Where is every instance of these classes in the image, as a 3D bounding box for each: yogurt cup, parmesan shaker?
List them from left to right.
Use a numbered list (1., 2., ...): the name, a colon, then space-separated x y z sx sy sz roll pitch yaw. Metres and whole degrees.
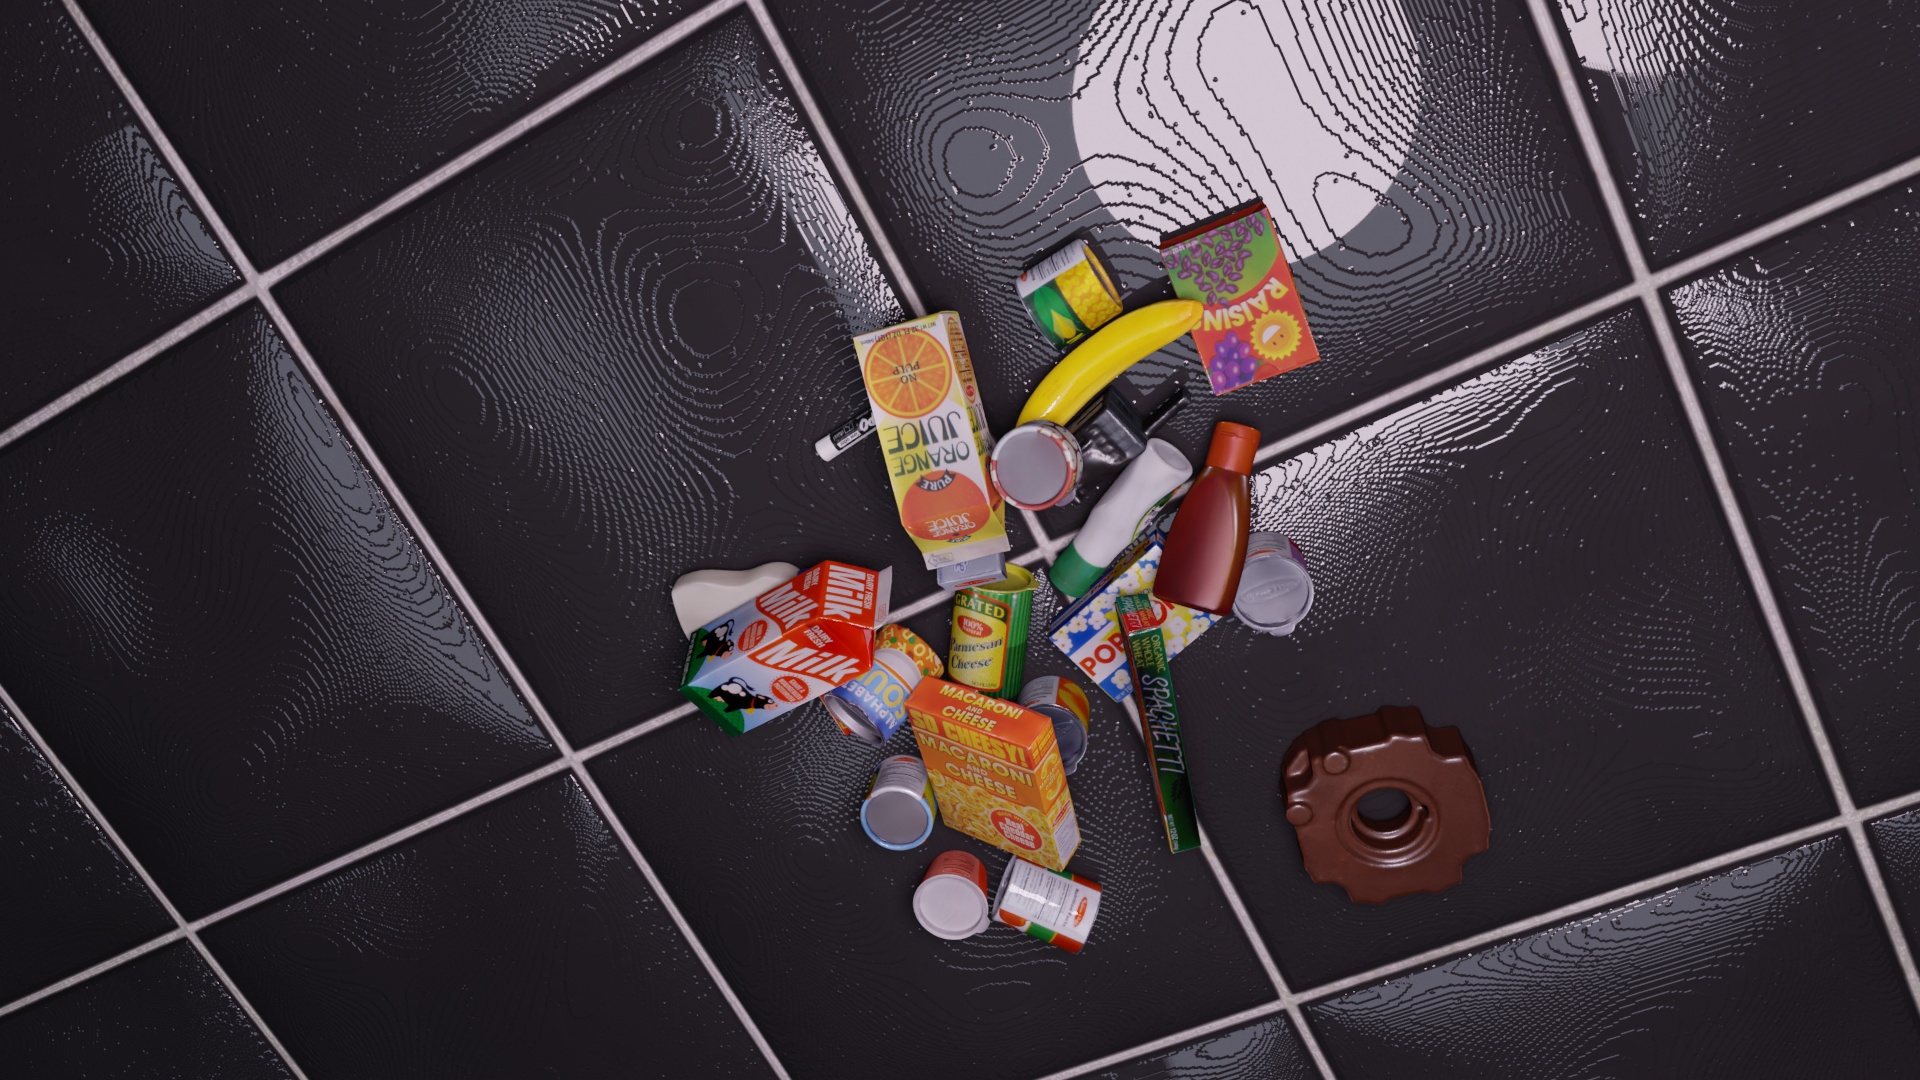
1. yogurt cup: -0.006 0.321 1.269 0.072 0.054 0.072 3 111 7
2. parmesan shaker: 0.027 0.077 1.166 0.071 0.071 0.102 7 111 5

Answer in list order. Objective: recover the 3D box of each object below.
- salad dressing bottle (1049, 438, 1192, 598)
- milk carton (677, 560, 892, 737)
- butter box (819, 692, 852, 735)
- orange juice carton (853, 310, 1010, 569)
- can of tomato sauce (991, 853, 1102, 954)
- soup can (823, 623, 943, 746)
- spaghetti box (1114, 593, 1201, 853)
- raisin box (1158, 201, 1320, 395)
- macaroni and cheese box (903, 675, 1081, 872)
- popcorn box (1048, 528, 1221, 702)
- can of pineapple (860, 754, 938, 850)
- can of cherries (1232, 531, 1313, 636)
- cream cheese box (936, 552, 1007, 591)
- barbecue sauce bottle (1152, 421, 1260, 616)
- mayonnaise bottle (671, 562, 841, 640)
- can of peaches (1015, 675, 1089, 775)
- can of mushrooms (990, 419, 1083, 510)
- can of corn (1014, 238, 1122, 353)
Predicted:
1. salad dressing bottle: 0.127 -0.016 1.125 0.044 0.064 0.147 40 119 5
2. milk carton: -0.135 0.083 1.149 0.190 0.073 0.073 -28 124 21
3. butter box: -0.105 0.117 1.223 0.053 0.024 0.103 -27 104 17
4. orange juice carton: -0.018 -0.076 1.081 0.072 0.073 0.192 -13 96 13
5. can of tomato sauce: 0.077 0.327 1.255 0.083 0.071 0.071 22 112 0
6. soup can: -0.064 0.121 1.174 0.071 0.071 0.084 44 67 -9
7. spaghetti box: 0.165 0.155 1.153 0.029 0.050 0.248 -14 122 2
8. raisin box: 0.213 -0.183 1.059 0.086 0.040 0.123 -20 107 14
9. macaroni and cheese box: 0.029 0.196 1.170 0.124 0.040 0.165 15 138 31
10. popcorn box: 0.147 0.064 1.160 0.085 0.038 0.126 44 110 -9
11. can of pineapple: -0.052 0.236 1.242 0.071 0.058 0.070 3 111 7
12. can of cherries: 0.249 0.035 1.125 0.071 0.058 0.071 2 110 6
13. cream cheese box: 0.004 -0.014 1.128 0.053 0.024 0.104 -12 69 13
14. barbecue sauce bottle: 0.200 -0.018 1.093 0.065 0.043 0.148 14 87 33
15. mayonnaise bottle: -0.170 0.049 1.199 0.148 0.041 0.064 -10 116 10
16. can of peaches: 0.078 0.159 1.195 0.071 0.058 0.071 2 111 6
17. can of mushrooms: 0.059 -0.055 1.055 0.071 0.033 0.071 4 102 17
18. can of corn: 0.085 -0.186 1.062 0.058 0.071 0.071 -31 103 17
